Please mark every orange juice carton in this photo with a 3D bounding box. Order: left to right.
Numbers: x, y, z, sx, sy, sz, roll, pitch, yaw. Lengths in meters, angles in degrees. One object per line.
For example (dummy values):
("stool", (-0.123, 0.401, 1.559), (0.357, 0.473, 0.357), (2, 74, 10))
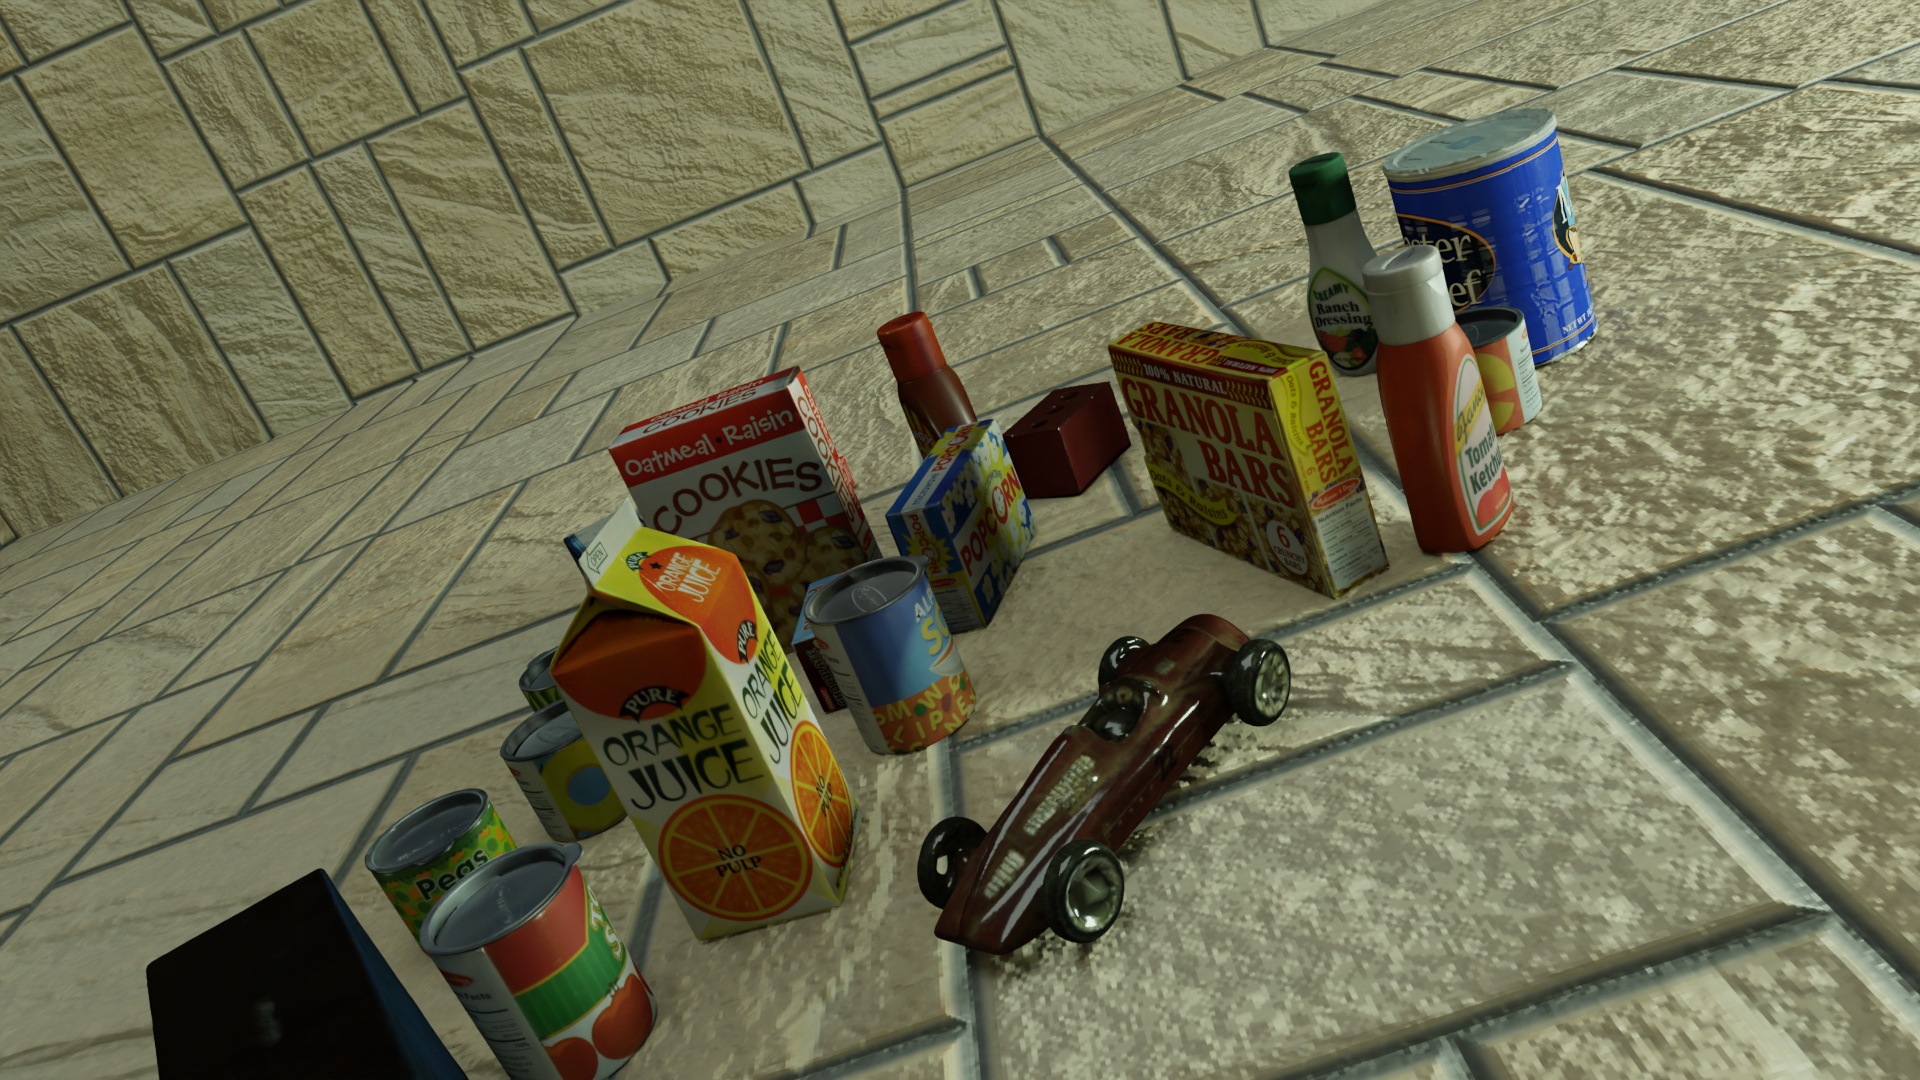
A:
("orange juice carton", (-0.117, 0.076, 0.620), (0.073, 0.192, 0.072), (-18, 22, 12))

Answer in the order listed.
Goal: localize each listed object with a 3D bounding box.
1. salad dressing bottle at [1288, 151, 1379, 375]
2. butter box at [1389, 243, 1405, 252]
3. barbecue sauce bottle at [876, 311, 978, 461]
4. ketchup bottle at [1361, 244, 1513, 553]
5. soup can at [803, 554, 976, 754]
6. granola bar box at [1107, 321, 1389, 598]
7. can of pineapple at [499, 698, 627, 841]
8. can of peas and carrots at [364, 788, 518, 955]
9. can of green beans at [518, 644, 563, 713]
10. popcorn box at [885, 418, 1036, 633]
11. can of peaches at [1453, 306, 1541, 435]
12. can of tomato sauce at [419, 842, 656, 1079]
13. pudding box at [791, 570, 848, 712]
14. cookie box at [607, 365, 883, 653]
("salad dressing bottle", (0.259, -0.186, 0.940), (0.044, 0.147, 0.064), (-36, 25, -31))
("butter box", (0.361, -0.207, 1.021), (0.104, 0.053, 0.024), (-32, 23, -23))
("barbecue sauce bottle", (-0.014, -0.084, 0.961), (0.044, 0.148, 0.065), (-29, 22, -18))
("ketchup bottle", (0.234, -0.071, 0.689), (0.043, 0.148, 0.065), (-1, 30, 44))
("soup can", (-0.033, 0.059, 0.730), (0.071, 0.083, 0.071), (-19, 21, 8))
("granola bar box", (0.150, -0.049, 0.753), (0.039, 0.123, 0.166), (-28, 22, -14))
("can of pineapple", (-0.213, 0.125, 0.782), (0.071, 0.057, 0.071), (-19, 21, 8))
("can of peas and carrots", (-0.261, 0.172, 0.717), (0.071, 0.058, 0.071), (-19, 21, 8))
("can of green beans", (-0.231, 0.098, 0.866), (0.071, 0.057, 0.071), (-19, 21, 8))
("popcorn box", (0.003, -0.011, 0.858), (0.038, 0.085, 0.127), (-13, 23, 24))
("can of peaches", (0.299, -0.097, 0.814), (0.071, 0.058, 0.071), (-19, 21, 8))
("can of tomato sauce", (-0.173, 0.179, 0.582), (0.071, 0.082, 0.071), (-19, 21, 8))
("pudding box", (-0.072, 0.058, 0.817), (0.030, 0.049, 0.084), (-19, 21, 9))
("cookie box", (-0.127, -0.011, 0.871), (0.123, 0.167, 0.040), (-18, 22, 12))
